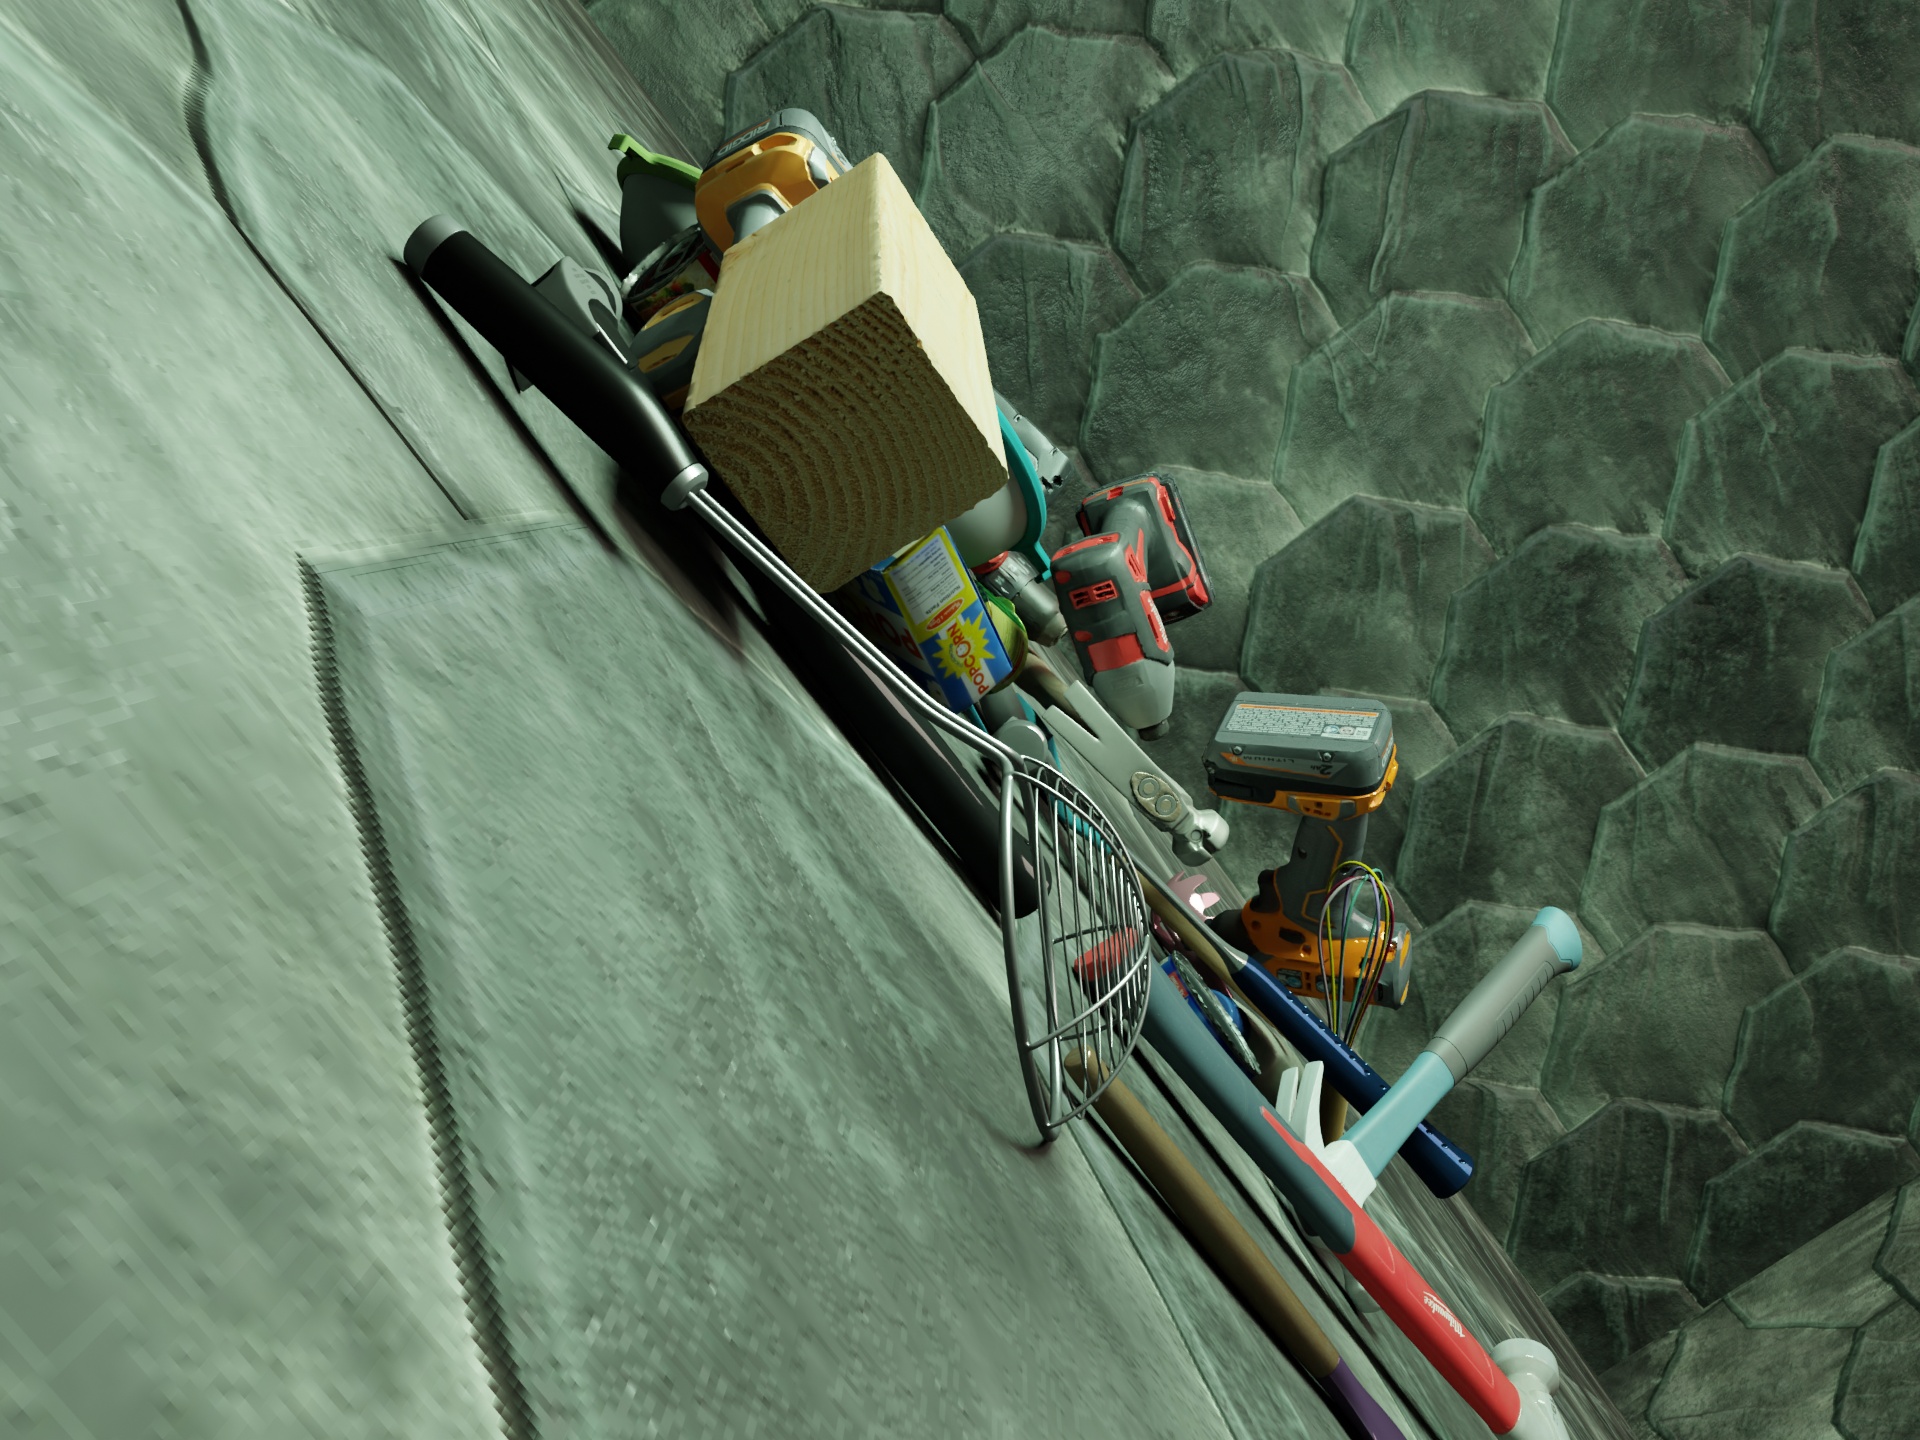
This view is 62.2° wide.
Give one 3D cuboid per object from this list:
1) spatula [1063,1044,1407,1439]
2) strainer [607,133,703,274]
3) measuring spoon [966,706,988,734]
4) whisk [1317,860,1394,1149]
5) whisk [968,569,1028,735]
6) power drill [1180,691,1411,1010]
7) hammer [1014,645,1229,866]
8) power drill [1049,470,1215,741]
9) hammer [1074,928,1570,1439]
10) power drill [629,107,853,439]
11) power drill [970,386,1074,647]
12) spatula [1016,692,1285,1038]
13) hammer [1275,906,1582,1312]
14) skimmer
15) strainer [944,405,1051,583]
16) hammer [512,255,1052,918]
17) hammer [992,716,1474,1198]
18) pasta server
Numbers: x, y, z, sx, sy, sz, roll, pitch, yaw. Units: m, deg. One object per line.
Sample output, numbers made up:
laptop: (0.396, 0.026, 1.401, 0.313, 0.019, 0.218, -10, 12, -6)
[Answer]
spatula: (0.136, 0.248, 0.650, 0.315, 0.018, 0.060, 53, 8, -16)
strainer: (-0.173, -0.280, 1.051, 0.151, 0.069, 0.256, 30, -8, -8)
measuring spoon: (-0.002, -0.003, 1.003, 0.042, 0.021, 0.128, 57, -2, 28)
whisk: (0.254, 0.203, 1.063, 0.051, 0.047, 0.244, -35, 133, -55)
whisk: (0.008, -0.053, 1.191, 0.055, 0.055, 0.239, 47, 15, -46)
power drill: (0.226, 0.096, 1.107, 0.084, 0.164, 0.226, -52, 139, -50)
hammer: (0.076, -0.012, 1.183, 0.146, 0.038, 0.411, 44, 3, -18)
power drill: (0.123, -0.084, 1.120, 0.220, 0.078, 0.143, -63, 133, -63)
hammer: (0.190, 0.262, 0.810, 0.386, 0.038, 0.143, 49, 25, -10)
power drill: (-0.082, -0.193, 0.850, 0.185, 0.084, 0.226, 47, 37, -39)
power drill: (0.025, -0.153, 1.257, 0.188, 0.080, 0.226, 44, -14, 6)
spatula: (0.134, 0.104, 1.130, 0.318, 0.044, 0.082, 46, 0, 29)
hammer: (0.304, 0.212, 0.991, 0.331, 0.033, 0.128, -31, 88, -39)
skimmer: (-0.068, -0.015, 0.537, 0.363, 0.090, 0.127, 44, 10, 0)
strainer: (-0.092, -0.199, 1.105, 0.341, 0.095, 0.210, 33, -19, 36)
hammer: (-0.067, -0.045, 0.662, 0.334, 0.035, 0.146, 52, 6, -16)
hammer: (0.169, 0.146, 1.014, 0.405, 0.035, 0.144, 45, 3, 0)
pasta server: (0.224, 0.248, 1.168, 0.040, 0.060, 0.316, -2, 52, -43)
